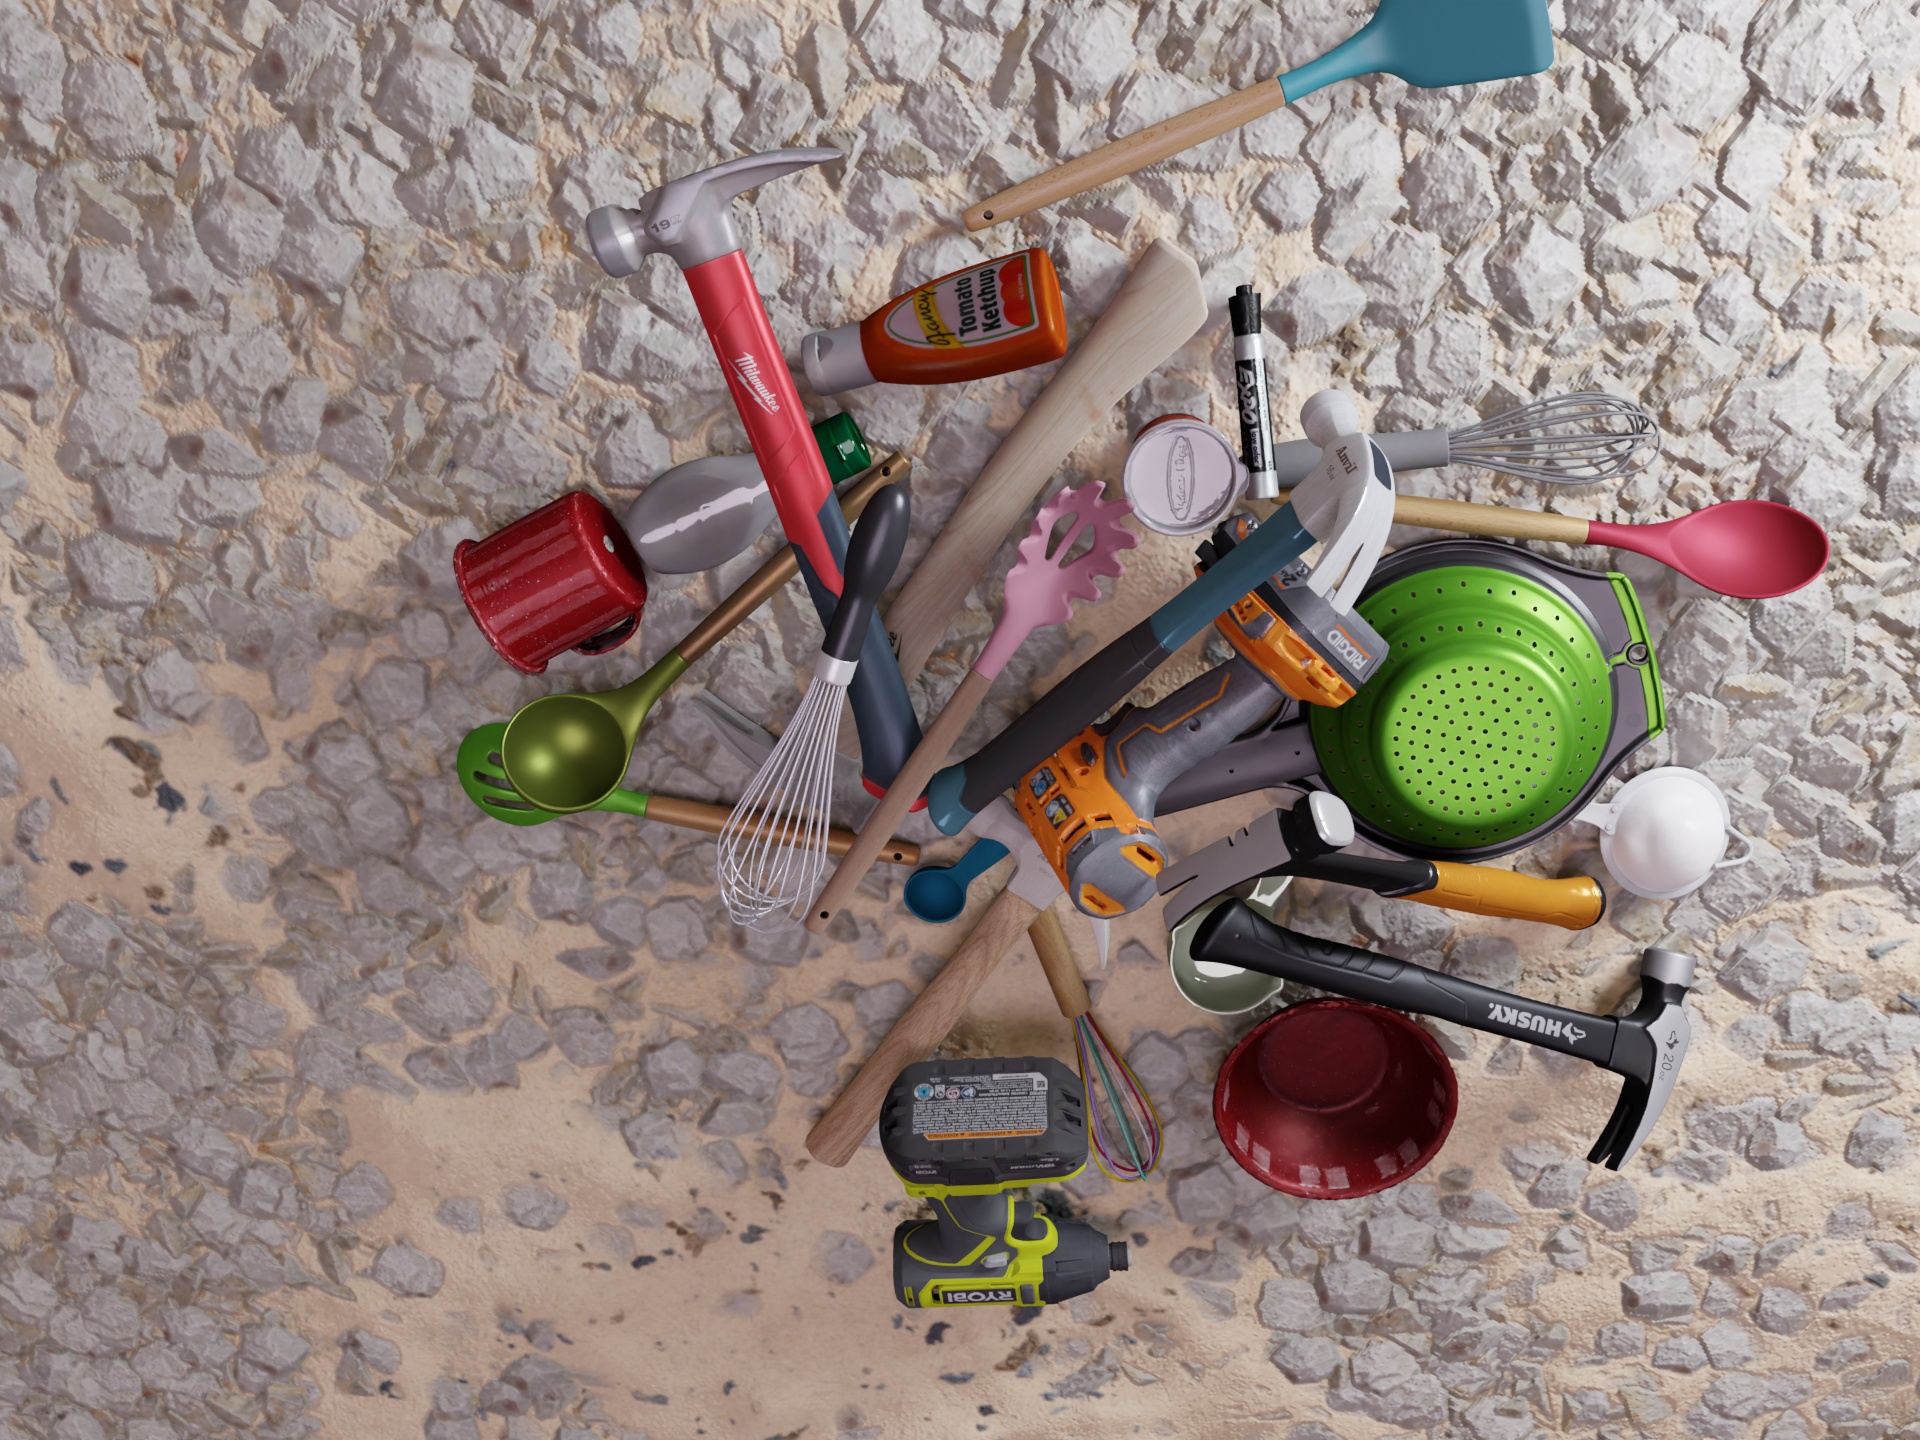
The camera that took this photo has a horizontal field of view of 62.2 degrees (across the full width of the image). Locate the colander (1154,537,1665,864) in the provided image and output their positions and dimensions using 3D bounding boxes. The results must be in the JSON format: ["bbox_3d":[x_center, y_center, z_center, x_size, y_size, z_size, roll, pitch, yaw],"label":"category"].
[{"bbox_3d":[0.220,0.022,0.956,0.397,0.094,0.204,-16,101,14],"label":"colander"}]

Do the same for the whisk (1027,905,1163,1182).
[{"bbox_3d":[0.085,0.218,1.091,0.047,0.051,0.244,-17,108,17],"label":"whisk"}]

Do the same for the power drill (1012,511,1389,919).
[{"bbox_3d":[0.122,-0.010,0.941,0.226,0.164,0.084,-46,127,11],"label":"power drill"}]

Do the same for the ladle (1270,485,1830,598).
[{"bbox_3d":[0.341,-0.114,0.934,0.315,0.069,0.031,8,152,5],"label":"ladle"}]

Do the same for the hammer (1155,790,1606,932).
[{"bbox_3d":[0.270,0.099,0.939,0.336,0.034,0.127,11,147,-37],"label":"hammer"}]

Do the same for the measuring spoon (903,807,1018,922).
[{"bbox_3d":[0.014,0.086,1.045,0.042,0.021,0.128,42,113,-14],"label":"measuring spoon"}]

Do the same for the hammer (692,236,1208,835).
[{"bbox_3d":[-0.001,-0.115,0.958,0.146,0.038,0.410,34,111,-9],"label":"hammer"}]

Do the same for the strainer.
[{"bbox_3d":[0.384,0.056,1.003,0.258,0.050,0.087,15,98,1],"label":"strainer"}]

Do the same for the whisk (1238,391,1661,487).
[{"bbox_3d":[0.279,-0.154,0.917,0.239,0.055,0.055,-4,113,10],"label":"whisk"}]

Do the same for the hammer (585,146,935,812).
[{"bbox_3d":[-0.072,-0.123,0.910,0.143,0.038,0.386,-16,112,10],"label":"hammer"}]

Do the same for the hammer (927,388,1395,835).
[{"bbox_3d":[0.103,-0.041,0.892,0.033,0.128,0.331,33,120,-32],"label":"hammer"}]

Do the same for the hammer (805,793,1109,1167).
[{"bbox_3d":[-0.013,0.194,1.071,0.130,0.031,0.331,32,119,-4],"label":"hammer"}]

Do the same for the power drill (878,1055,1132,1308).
[{"bbox_3d":[0.031,0.330,1.100,0.171,0.080,0.223,-3,132,4],"label":"power drill"}]

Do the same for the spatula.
[{"bbox_3d":[0.148,-0.328,0.853,0.317,0.044,0.082,-19,114,13],"label":"spatula"}]

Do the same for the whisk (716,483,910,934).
[{"bbox_3d":[-0.083,-0.003,0.915,0.070,0.070,0.284,19,108,-4],"label":"whisk"}]

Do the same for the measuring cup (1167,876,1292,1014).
[{"bbox_3d":[0.195,0.113,1.047,0.083,0.038,0.167,28,97,-6],"label":"measuring cup"}]

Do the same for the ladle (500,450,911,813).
[{"bbox_3d":[-0.155,-0.056,0.974,0.320,0.062,0.078,-40,86,12],"label":"ladle"}]

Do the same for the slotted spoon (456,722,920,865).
[{"bbox_3d":[-0.181,0.060,1.049,0.313,0.031,0.070,11,108,-3],"label":"slotted spoon"}]

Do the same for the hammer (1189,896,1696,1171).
[{"bbox_3d":[0.305,0.181,1.013,0.334,0.035,0.146,16,84,-9],"label":"hammer"}]

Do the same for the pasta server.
[{"bbox_3d":[-0.001,-0.003,0.932,0.060,0.040,0.316,33,97,-12],"label":"pasta server"}]
